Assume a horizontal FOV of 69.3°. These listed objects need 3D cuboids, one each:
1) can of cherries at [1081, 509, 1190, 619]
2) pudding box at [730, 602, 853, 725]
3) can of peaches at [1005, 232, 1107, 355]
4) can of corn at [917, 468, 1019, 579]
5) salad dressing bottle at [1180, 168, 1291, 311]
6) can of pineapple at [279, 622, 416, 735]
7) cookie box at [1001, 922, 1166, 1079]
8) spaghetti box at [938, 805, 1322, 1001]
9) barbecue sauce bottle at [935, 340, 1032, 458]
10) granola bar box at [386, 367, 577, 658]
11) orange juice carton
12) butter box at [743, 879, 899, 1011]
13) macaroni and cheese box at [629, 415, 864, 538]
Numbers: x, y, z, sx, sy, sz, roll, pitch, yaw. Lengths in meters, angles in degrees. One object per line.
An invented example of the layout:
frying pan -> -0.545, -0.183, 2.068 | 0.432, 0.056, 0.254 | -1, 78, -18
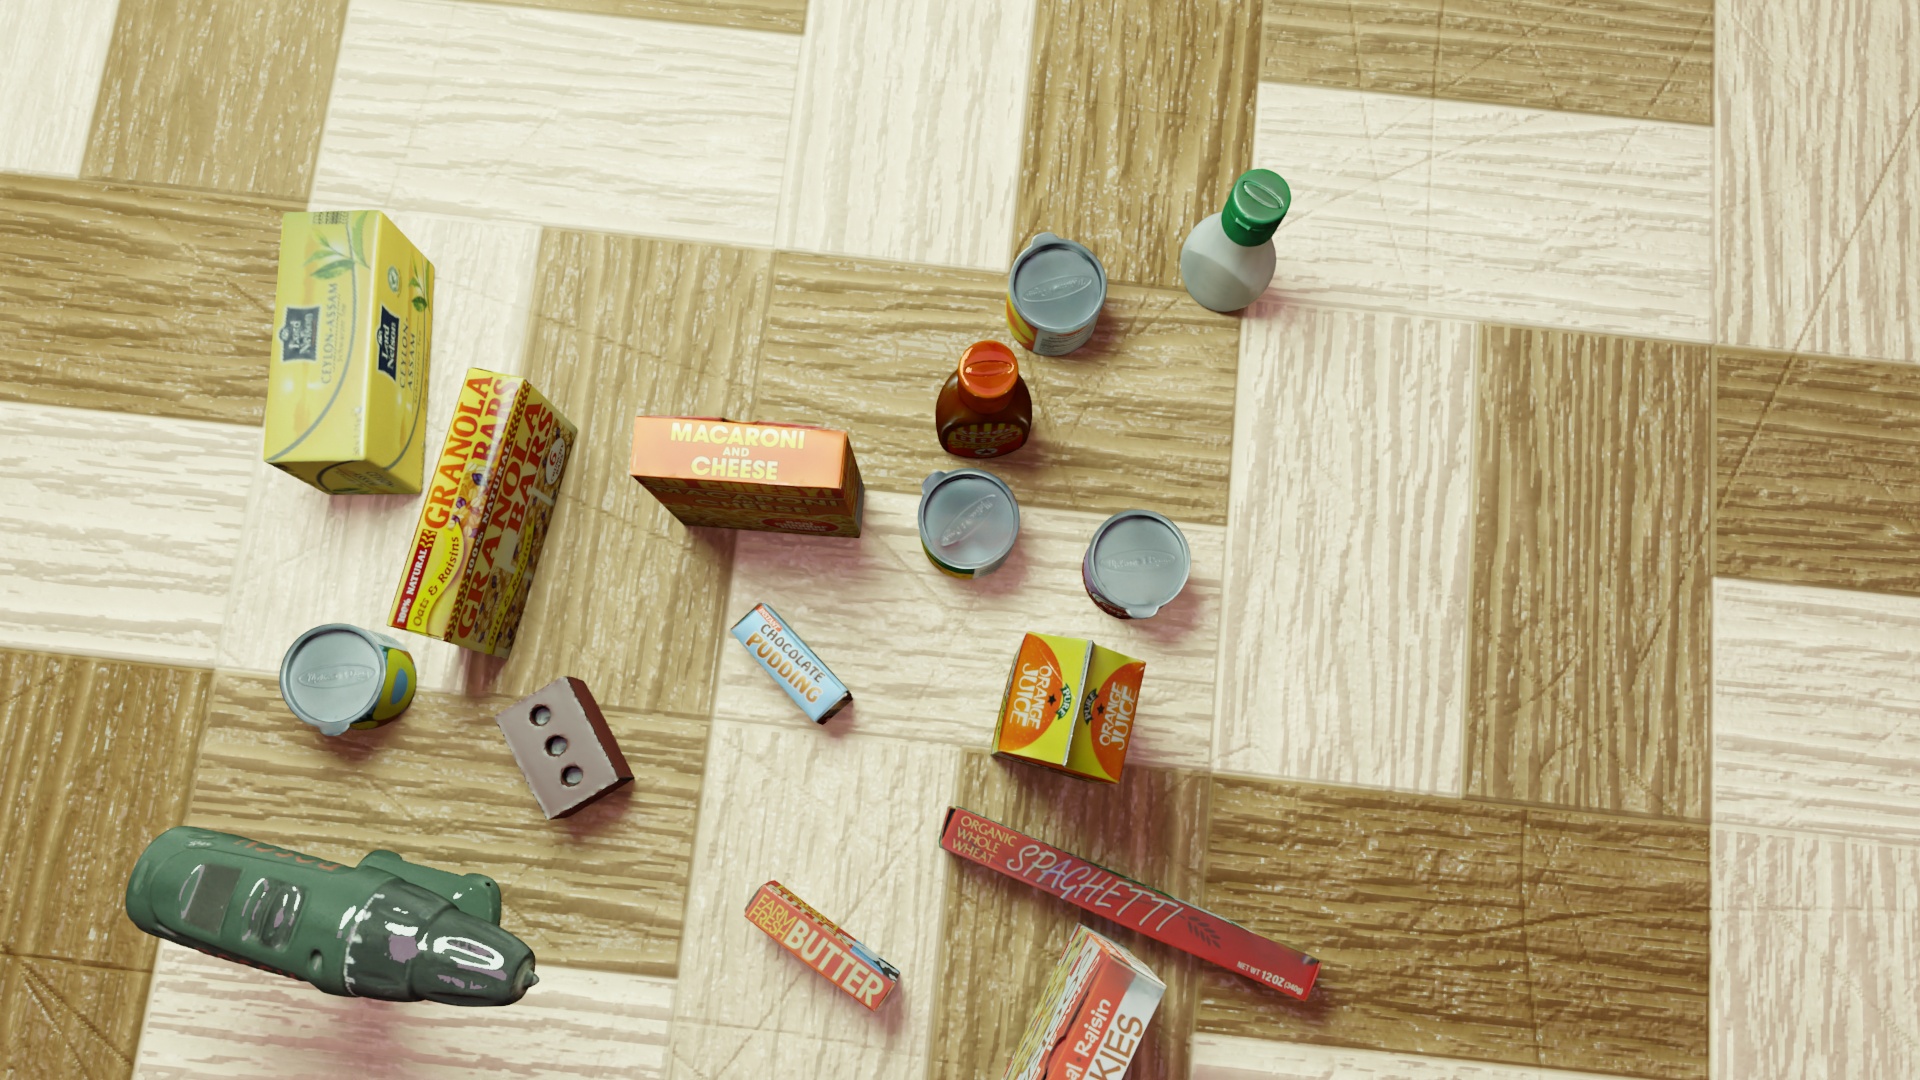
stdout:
can of cherries -> 0.114, 0.020, 0.918 | 0.071, 0.058, 0.071 | 0, 80, -1
pudding box -> -0.109, 0.081, 0.908 | 0.030, 0.049, 0.084 | -43, 83, -7
can of peaches -> 0.064, -0.168, 0.952 | 0.071, 0.058, 0.071 | 0, 80, -1
can of corn -> 0.003, -0.012, 0.923 | 0.071, 0.058, 0.071 | 0, 80, -1
salad dressing bottle -> 0.183, -0.196, 0.914 | 0.064, 0.147, 0.044 | 35, 82, 5
can of pineapple -> -0.395, 0.091, 0.899 | 0.071, 0.057, 0.071 | 0, 80, -1
cookie box -> 0.064, 0.295, 0.811 | 0.040, 0.167, 0.123 | 27, 81, 4
spaghetti box -> 0.103, 0.228, 0.884 | 0.250, 0.050, 0.029 | 22, 81, 3
barbecue sauce bottle -> 0.016, -0.090, 0.891 | 0.065, 0.148, 0.044 | -4, 80, -1
granola bar box -> -0.301, -0.014, 0.886 | 0.039, 0.124, 0.166 | 13, 80, 2
orange juice carton -> 0.062, 0.103, 0.834 | 0.073, 0.192, 0.072 | 14, 80, 2
butter box -> -0.087, 0.254, 0.875 | 0.103, 0.053, 0.024 | 35, 82, 5
macaroni and cheese box -> -0.128, -0.038, 0.871 | 0.124, 0.166, 0.040 | 4, 80, 0
